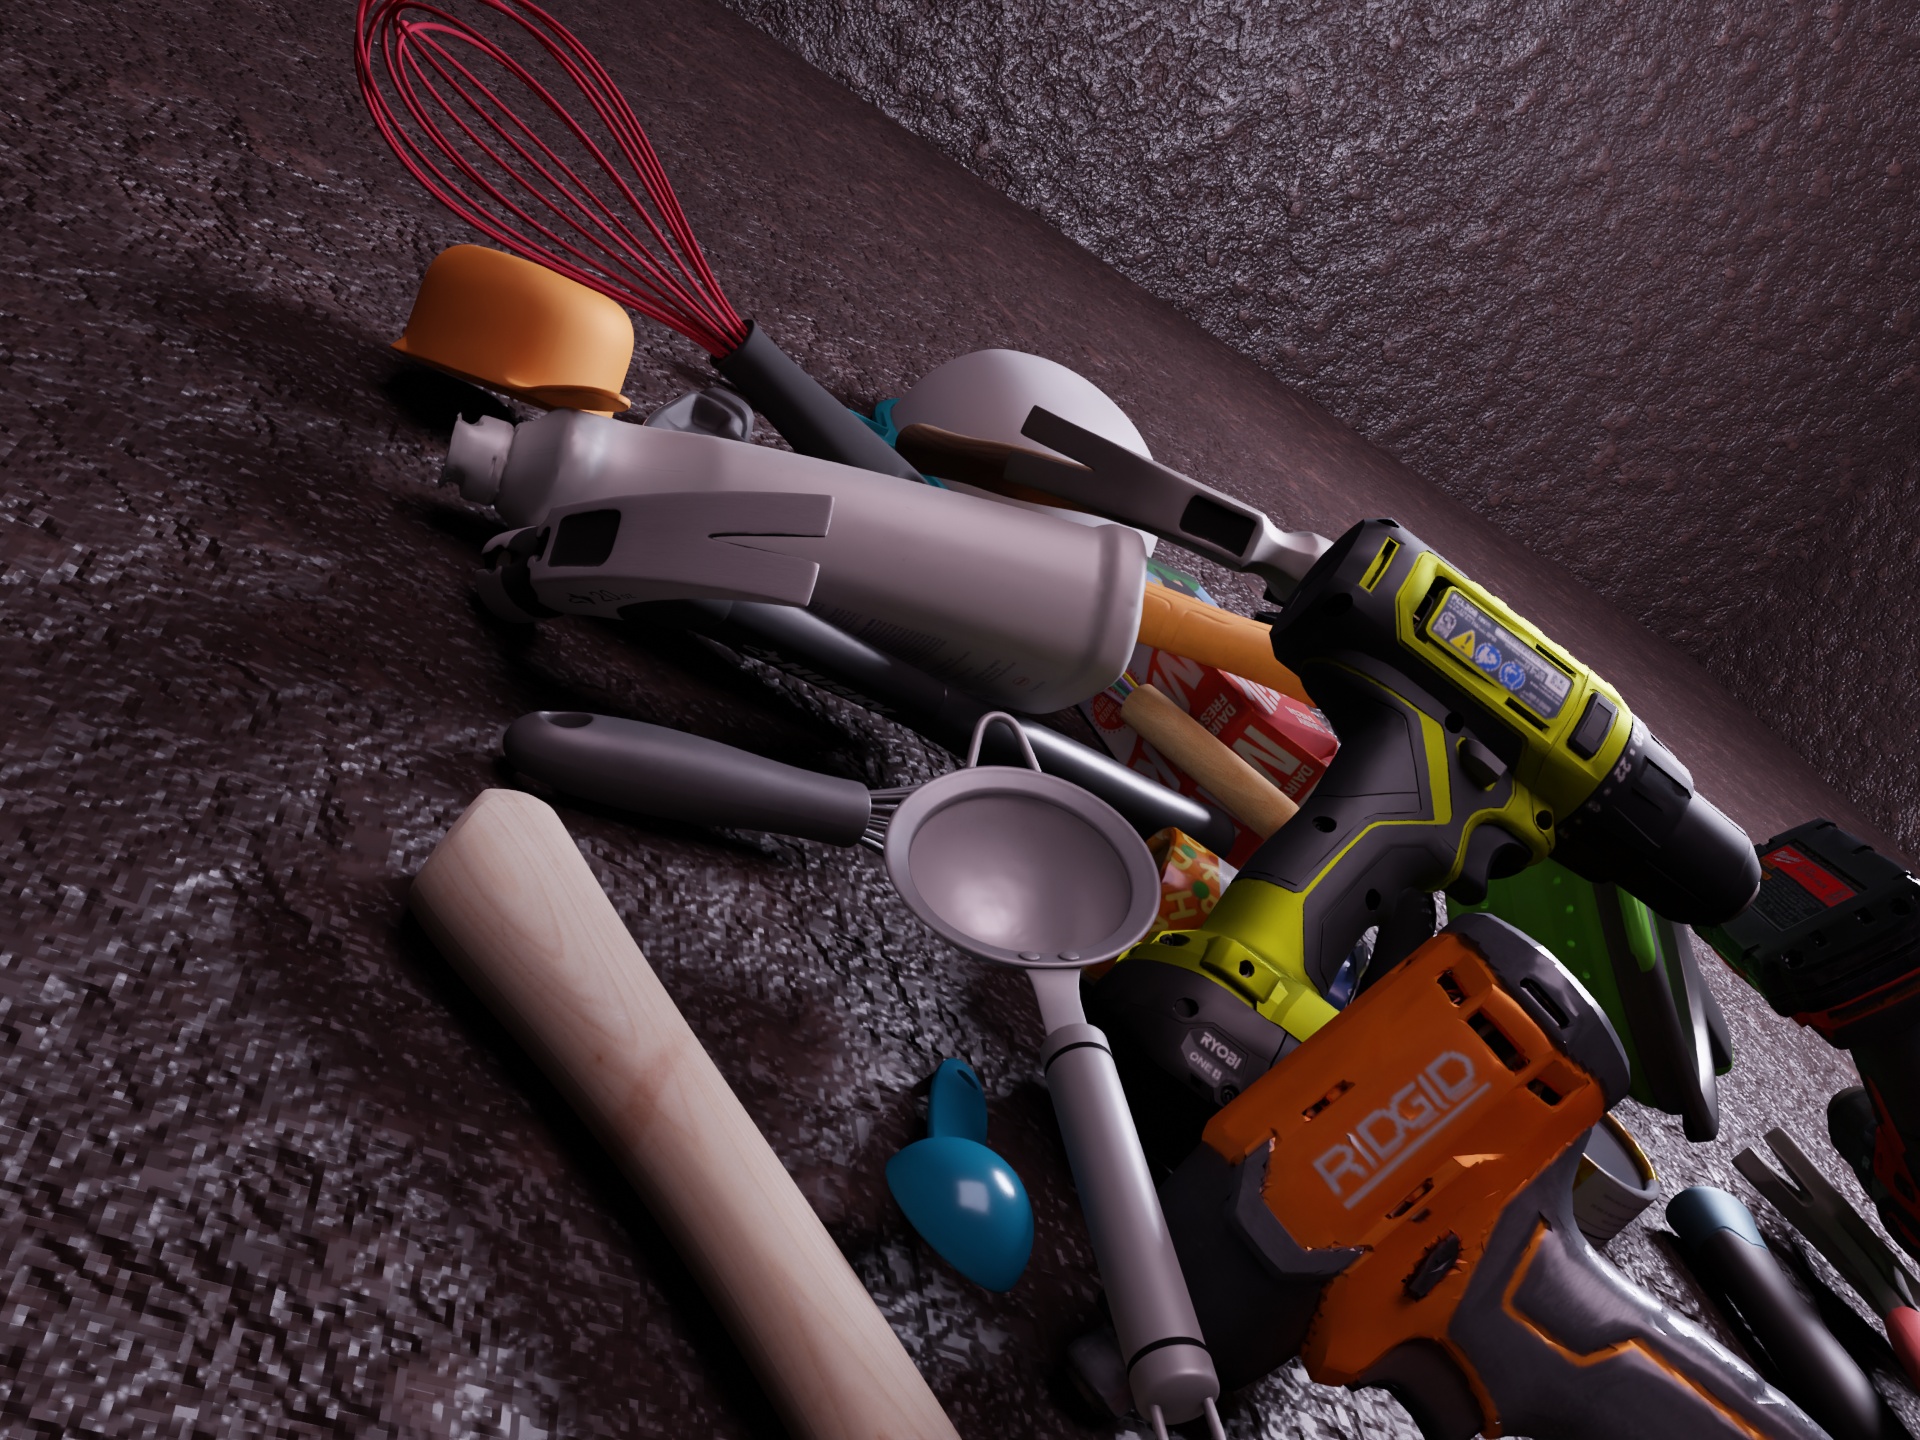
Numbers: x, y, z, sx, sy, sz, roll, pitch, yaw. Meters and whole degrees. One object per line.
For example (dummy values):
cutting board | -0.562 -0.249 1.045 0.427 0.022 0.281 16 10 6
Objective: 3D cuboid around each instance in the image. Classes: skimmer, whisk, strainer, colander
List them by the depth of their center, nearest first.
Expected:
strainer | 0.028 0.088 0.435 0.087 0.050 0.259 3 33 -13
whisk | -0.039 0.029 0.535 0.238 0.055 0.055 15 30 -34
whisk | -0.098 -0.155 0.592 0.295 0.073 0.073 42 16 -34
whisk | 0.071 -0.024 0.759 0.245 0.047 0.051 43 2 35
colander | 0.332 0.134 0.829 0.396 0.094 0.205 38 44 -51
skimmer | 0.233 0.080 0.865 0.127 0.090 0.363 42 32 0
strainer | 0.010 -0.186 0.971 0.340 0.095 0.211 17 29 -43

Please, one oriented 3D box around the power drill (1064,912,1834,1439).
power drill | 0.144 0.182 0.390 0.227 0.164 0.084 51 -8 18

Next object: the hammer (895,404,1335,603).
hammer | 0.037 -0.115 0.750 0.130 0.031 0.331 22 5 -26

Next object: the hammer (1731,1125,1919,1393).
hammer | 0.385 0.254 0.632 0.149 0.036 0.359 51 14 19

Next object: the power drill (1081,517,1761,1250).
power drill | 0.158 0.065 0.532 0.190 0.080 0.228 37 65 -1

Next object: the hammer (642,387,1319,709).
hammer | 0.016 -0.074 0.726 0.337 0.034 0.127 20 22 0

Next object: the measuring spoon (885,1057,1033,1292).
measuring spoon | 0.005 0.109 0.426 0.042 0.021 0.128 43 6 -4

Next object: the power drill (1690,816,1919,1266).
power drill | 0.434 0.164 0.757 0.226 0.080 0.188 59 11 -9

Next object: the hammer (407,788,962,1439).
hammer | -0.001 0.165 0.329 0.146 0.038 0.411 8 35 -53

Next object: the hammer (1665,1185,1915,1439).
hammer | 0.377 0.316 0.600 0.128 0.033 0.331 25 24 -29

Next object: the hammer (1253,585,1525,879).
hammer | 0.224 -0.004 0.796 0.149 0.036 0.409 20 16 4

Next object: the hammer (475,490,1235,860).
hammer | -0.001 -0.002 0.595 0.146 0.035 0.334 -3 -21 45

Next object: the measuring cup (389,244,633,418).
measuring cup | -0.155 -0.149 0.613 0.095 0.052 0.174 18 2 -35
